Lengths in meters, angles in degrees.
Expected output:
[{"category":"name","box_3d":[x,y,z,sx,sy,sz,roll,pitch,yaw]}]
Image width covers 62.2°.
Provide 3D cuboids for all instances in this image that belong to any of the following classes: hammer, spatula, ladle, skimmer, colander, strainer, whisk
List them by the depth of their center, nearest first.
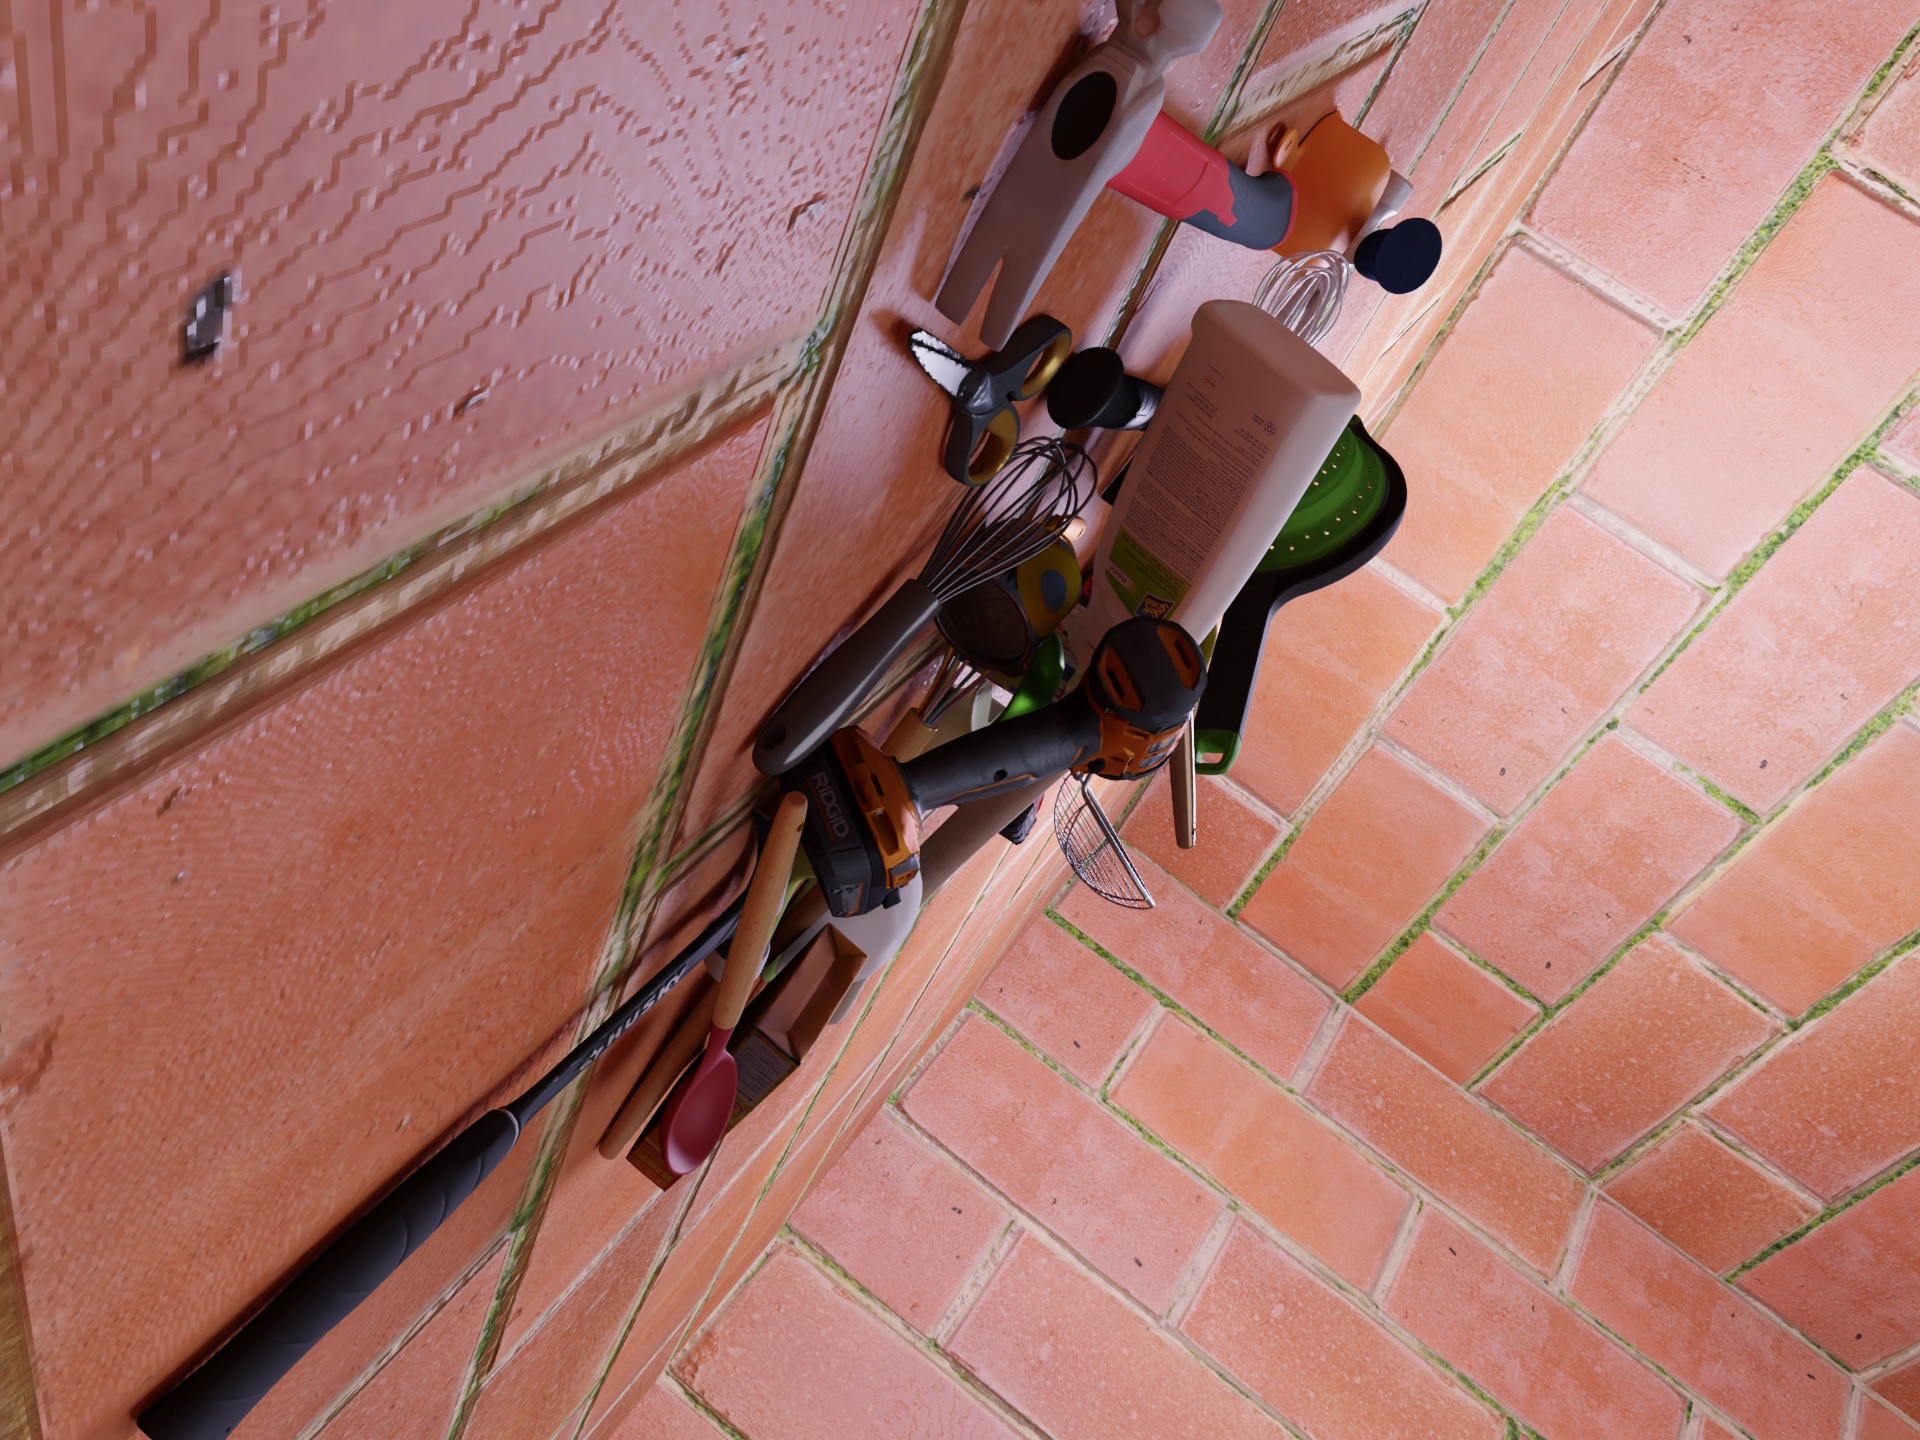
[{"category":"hammer","box_3d":[0.099,-0.236,0.738,0.143,0.038,0.386,-56,170,20]},{"category":"hammer","box_3d":[-0.207,0.185,0.761,0.409,0.036,0.149,-43,165,-46]},{"category":"whisk","box_3d":[-0.016,-0.059,0.787,0.239,0.055,0.055,-47,169,-17]},{"category":"ladle","box_3d":[-0.121,0.146,0.848,0.069,0.031,0.315,-46,164,-46]},{"category":"hammer","box_3d":[0.108,-0.185,0.964,0.146,0.035,0.335,-57,170,17]},{"category":"whisk","box_3d":[-0.013,-0.020,0.973,0.047,0.051,0.245,19,116,-43]},{"category":"ladle","box_3d":[-0.133,0.168,0.994,0.320,0.062,0.078,-54,179,18]},{"category":"whisk","box_3d":[0.164,-0.188,0.995,0.059,0.058,0.246,2,136,-35]},{"category":"spatula","box_3d":[0.141,-0.046,1.035,0.060,0.018,0.315,-43,136,-43]},{"category":"hammer","box_3d":[0.274,-0.312,1.077,0.144,0.035,0.406,-56,-177,19]},{"category":"strainer","box_3d":[-0.100,0.185,1.159,0.256,0.069,0.151,-58,169,18]},{"category":"skimmer","box_3d":[0.143,-0.017,1.178,0.127,0.090,0.363,-114,-148,-52]},{"category":"hammer","box_3d":[-0.011,0.087,1.204,0.410,0.146,0.038,-48,155,26]},{"category":"colander","box_3d":[0.221,-0.136,1.218,0.094,0.204,0.397,64,36,-44]}]

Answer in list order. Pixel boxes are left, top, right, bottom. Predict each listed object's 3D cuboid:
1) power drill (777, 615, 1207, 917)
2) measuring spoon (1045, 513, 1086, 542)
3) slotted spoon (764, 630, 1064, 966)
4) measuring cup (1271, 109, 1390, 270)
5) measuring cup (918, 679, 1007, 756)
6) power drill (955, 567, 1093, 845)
[{"category":"power drill","box_3d":[0.020,0.029,0.881,0.226,0.084,0.164,-22,164,-8]},{"category":"measuring spoon","box_3d":[0.073,-0.126,1.067,0.021,0.011,0.117,-56,170,13]},{"category":"slotted spoon","box_3d":[-0.036,0.060,1.017,0.313,0.031,0.070,-46,-178,23]},{"category":"measuring cup","box_3d":[0.218,-0.321,0.956,0.095,0.052,0.173,-56,172,15]},{"category":"measuring cup","box_3d":[-0.002,-0.003,1.063,0.083,0.038,0.167,-50,169,-16]},{"category":"power drill","box_3d":[0.078,-0.013,1.308,0.227,0.080,0.187,-56,171,-6]}]
